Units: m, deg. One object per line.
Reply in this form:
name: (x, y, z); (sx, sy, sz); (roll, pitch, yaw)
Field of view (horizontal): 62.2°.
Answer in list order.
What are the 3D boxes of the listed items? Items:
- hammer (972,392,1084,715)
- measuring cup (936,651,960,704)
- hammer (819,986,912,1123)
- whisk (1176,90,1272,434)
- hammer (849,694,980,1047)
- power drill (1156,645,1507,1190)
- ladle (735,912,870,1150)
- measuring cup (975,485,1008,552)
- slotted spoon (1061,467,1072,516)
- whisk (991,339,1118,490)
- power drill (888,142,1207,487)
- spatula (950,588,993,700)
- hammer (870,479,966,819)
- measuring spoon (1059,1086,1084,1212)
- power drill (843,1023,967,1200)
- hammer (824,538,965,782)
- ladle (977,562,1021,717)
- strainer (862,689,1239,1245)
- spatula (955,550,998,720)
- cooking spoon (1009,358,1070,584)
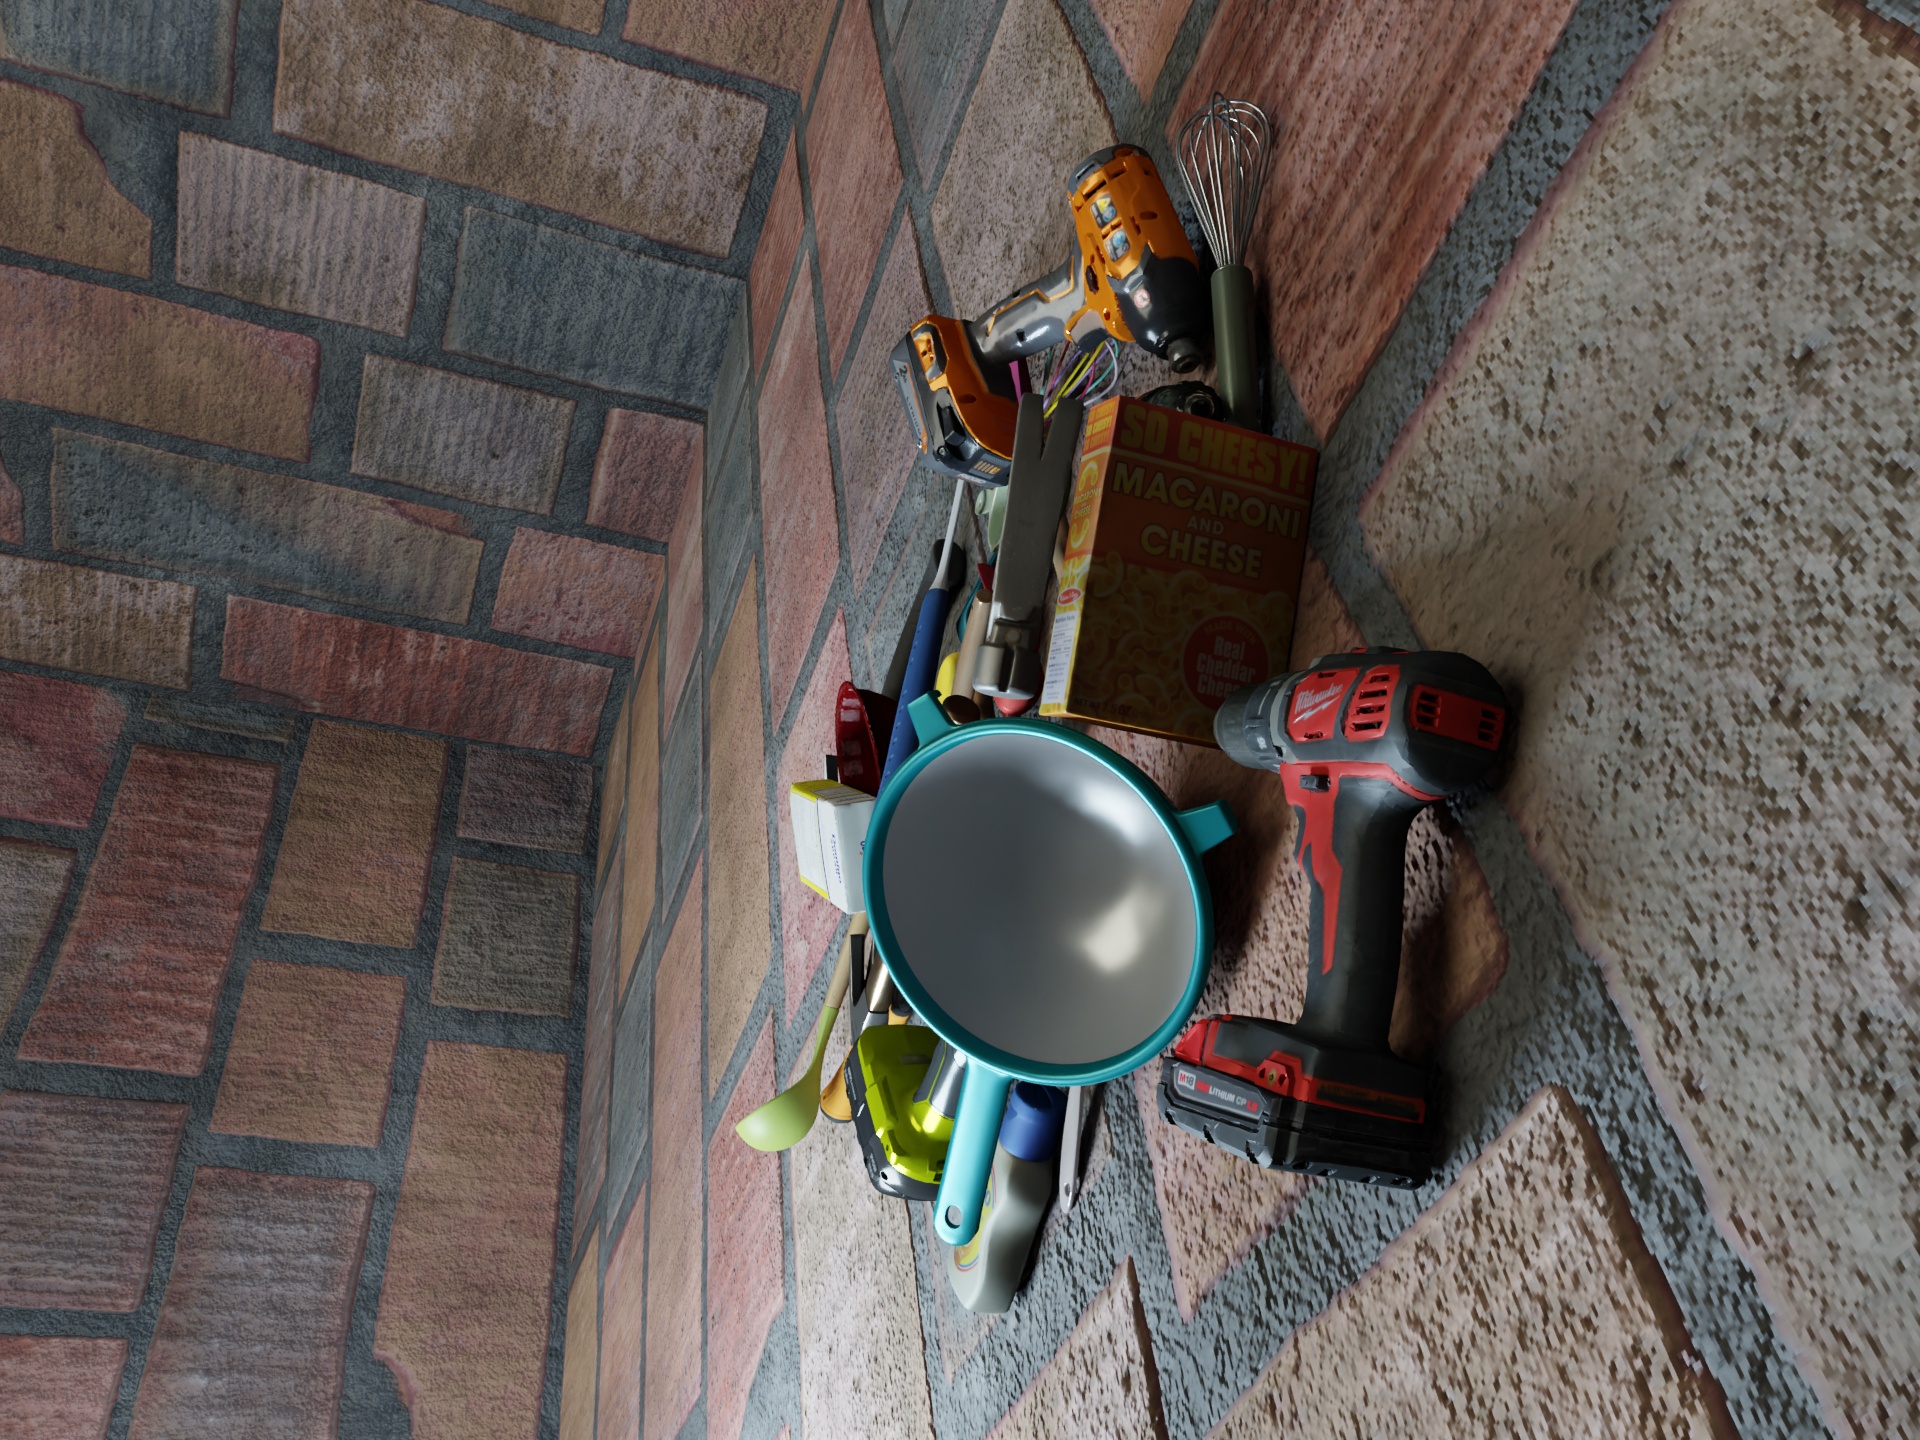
hammer: (0.037, -0.064, 0.929); (0.359, 0.036, 0.149); (77, -157, -82)
measuring cup: (-0.018, 0.005, 1.342); (0.062, 0.029, 0.156); (-98, 26, -44)
hammer: (-0.055, 0.231, 1.317); (0.336, 0.034, 0.127); (118, 154, -43)
whisk: (0.162, -0.272, 0.950); (0.057, 0.059, 0.246); (50, -143, -65)
hammer: (-0.038, 0.124, 1.192); (0.130, 0.031, 0.331); (-108, 29, -54)
power drill: (0.155, 0.079, 0.721); (0.188, 0.080, 0.227); (176, 107, -71)
ladle: (-0.116, 0.223, 1.399); (0.078, 0.062, 0.320); (69, -141, -75)
measuring cup: (0.042, -0.170, 1.262); (0.168, 0.038, 0.083); (-146, 68, -78)
slotted spoon: (0.047, -0.122, 1.088); (0.313, 0.031, 0.070); (96, -170, -86)
whisk: (0.065, -0.234, 1.216); (0.245, 0.051, 0.047); (134, 137, -64)
power drill: (0.064, -0.254, 1.071); (0.226, 0.084, 0.164); (-35, 61, 34)
spatula: (-0.002, -0.004, 1.221); (0.315, 0.018, 0.060); (103, 168, -58)
hammer: (-0.016, -0.112, 1.286); (0.144, 0.035, 0.406); (139, 144, -74)
measuring spoon: (0.076, 0.240, 0.966); (0.034, 0.018, 0.124); (-153, 68, -69)
power drill: (-0.007, 0.201, 1.096); (0.191, 0.080, 0.228); (-113, 37, -45)
hammer: (-0.065, -0.024, 1.490); (0.146, 0.035, 0.334); (-105, 32, -52)
ladle: (0.037, 0.024, 1.155); (0.069, 0.031, 0.316); (55, -151, -62)
strainer: (0.044, 0.150, 0.928); (0.095, 0.211, 0.340); (-28, -46, -58)
spatula: (0.028, -0.013, 1.233); (0.082, 0.044, 0.318); (126, 145, -50)
cooking spoon: (0.061, -0.172, 1.144); (0.068, 0.017, 0.319); (102, 159, -60)
